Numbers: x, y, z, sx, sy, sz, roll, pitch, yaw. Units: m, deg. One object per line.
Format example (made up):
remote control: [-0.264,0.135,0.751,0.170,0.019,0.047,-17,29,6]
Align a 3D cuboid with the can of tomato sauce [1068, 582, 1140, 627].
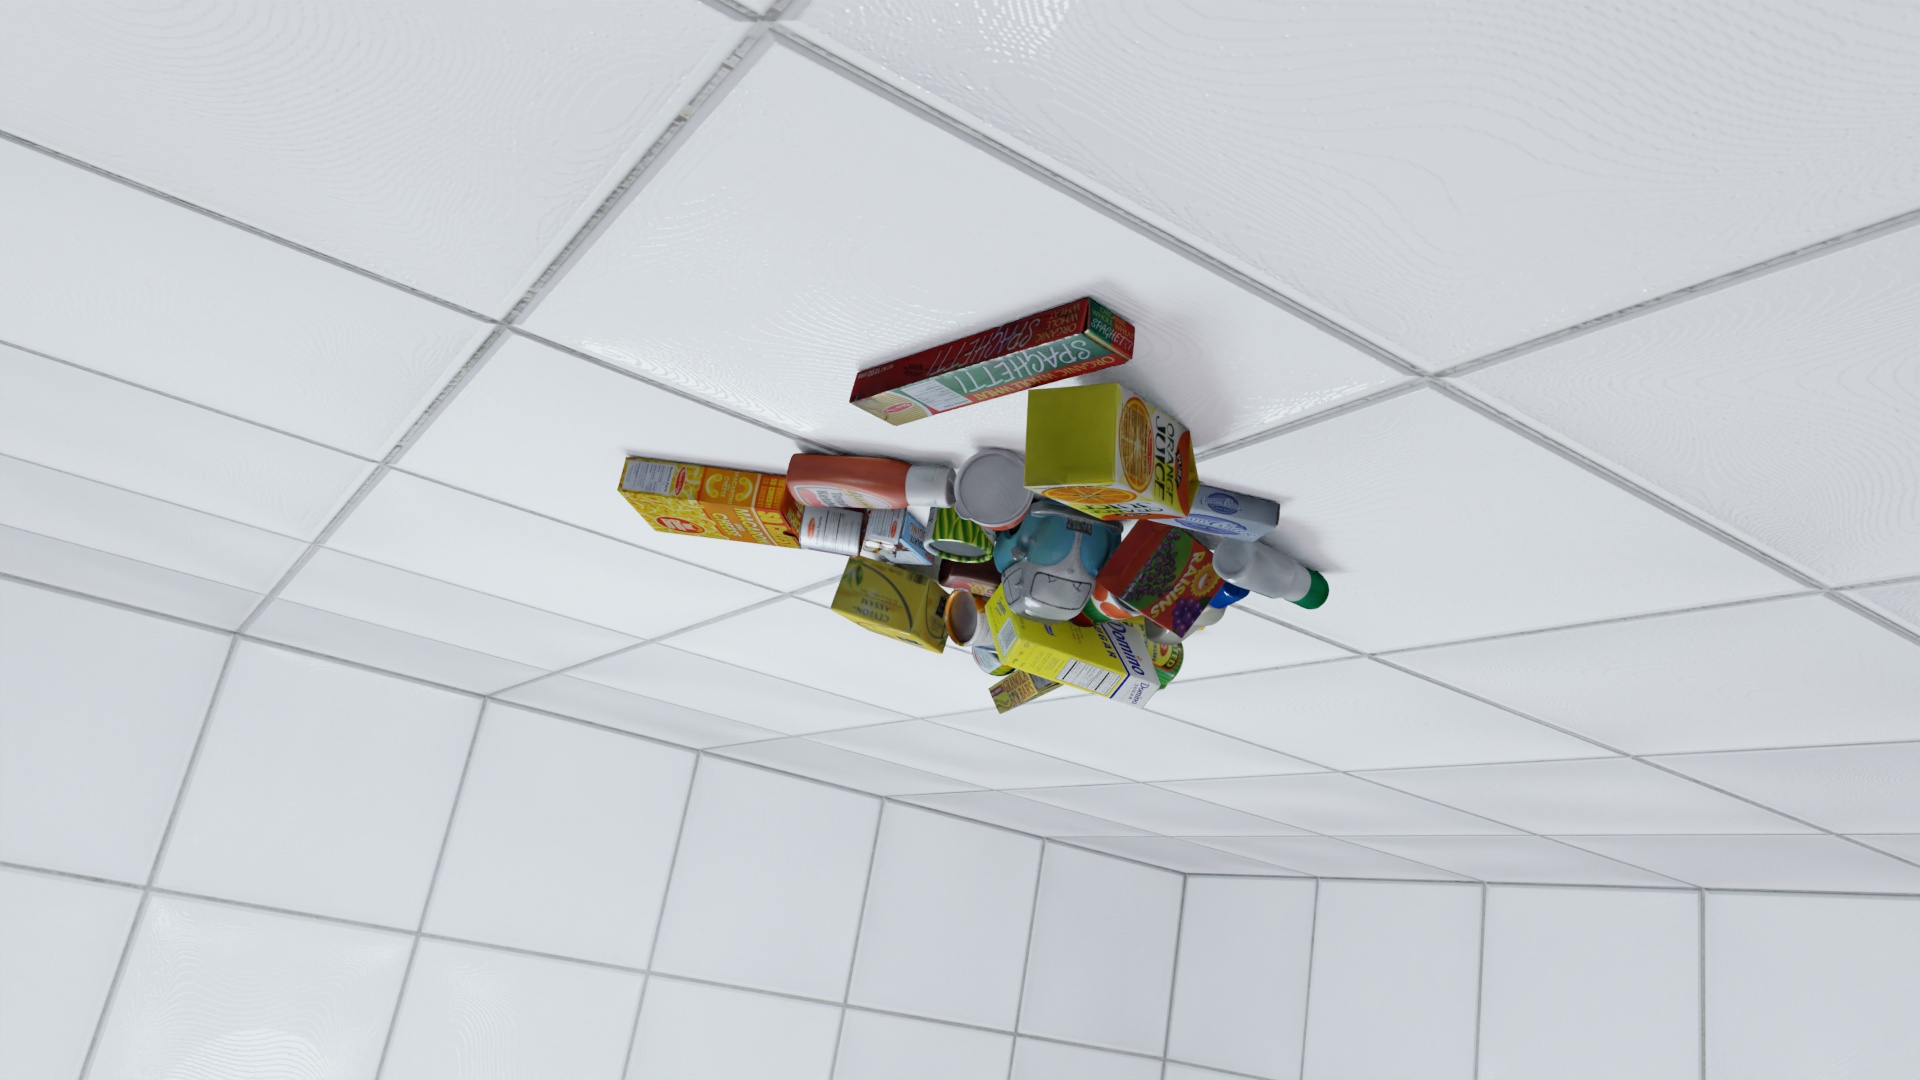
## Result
can of tomato sauce: [0.149,0.051,1.397,0.071,0.071,0.083,20,159,-27]

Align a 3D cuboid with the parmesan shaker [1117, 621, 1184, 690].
parmesan shaker: [0.198,0.124,1.588,0.103,0.071,0.071,25,157,-37]

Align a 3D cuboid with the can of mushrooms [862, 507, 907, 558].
can of mushrooms: [-0.070,-0.018,1.311,0.033,0.071,0.071,12,162,-3]

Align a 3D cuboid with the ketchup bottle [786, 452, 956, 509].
ketchup bottle: [-0.078,-0.052,1.250,0.149,0.043,0.064,3,160,18]

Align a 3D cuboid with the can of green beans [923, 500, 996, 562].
can of green beans: [0.002,-0.016,1.290,0.071,0.058,0.071,9,162,3]

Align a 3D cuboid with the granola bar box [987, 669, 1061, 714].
granola bar box: [0.114,0.159,1.687,0.124,0.039,0.165,-23,171,-19]

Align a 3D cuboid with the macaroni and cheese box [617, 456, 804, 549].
macaroni and cheese box: [-0.243,-0.035,1.395,0.166,0.040,0.123,8,162,8]

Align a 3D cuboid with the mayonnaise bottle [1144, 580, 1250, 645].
mayonnaise bottle: [0.237,0.060,1.394,0.041,0.065,0.147,13,158,-19]

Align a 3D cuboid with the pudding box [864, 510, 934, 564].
pudding box: [-0.062,-0.002,1.412,0.049,0.030,0.083,3,161,24]

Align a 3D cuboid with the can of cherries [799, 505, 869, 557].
can of cherries: [-0.120,-0.021,1.337,0.058,0.071,0.071,9,162,1]

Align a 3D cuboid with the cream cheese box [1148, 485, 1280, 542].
cream cheese box: [0.217,-0.025,1.202,0.104,0.024,0.053,12,161,-7]

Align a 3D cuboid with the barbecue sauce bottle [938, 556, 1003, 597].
barbecue sauce bottle: [0.054,0.043,1.465,0.149,0.044,0.064,14,169,-13]

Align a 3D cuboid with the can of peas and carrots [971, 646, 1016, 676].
can of peas and carrots: [0.055,0.126,1.683,0.071,0.071,0.058,14,161,-11]

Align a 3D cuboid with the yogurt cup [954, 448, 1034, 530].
yogurt cup: [0.031,-0.040,1.197,0.072,0.072,0.054,7,169,9]

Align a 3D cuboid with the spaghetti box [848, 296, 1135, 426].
spaghetti box: [0.017,-0.125,1.003,0.050,0.029,0.249,25,157,-38]

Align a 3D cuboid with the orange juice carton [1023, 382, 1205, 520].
orange juice carton: [0.121,-0.059,1.045,0.072,0.073,0.192,-2,171,29]

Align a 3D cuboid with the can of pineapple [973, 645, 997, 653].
can of pineapple: [0.041,0.094,1.602,0.071,0.058,0.070,9,162,3]

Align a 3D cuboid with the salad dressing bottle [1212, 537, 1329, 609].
salad dressing bottle: [0.292,0.032,1.292,0.147,0.044,0.064,20,-162,-44]

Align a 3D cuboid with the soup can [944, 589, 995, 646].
soup can: [0.032,0.080,1.520,0.084,0.071,0.071,0,171,-37]

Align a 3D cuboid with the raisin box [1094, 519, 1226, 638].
raisin box: [0.189,0.031,1.284,0.123,0.086,0.040,31,-174,-47]
